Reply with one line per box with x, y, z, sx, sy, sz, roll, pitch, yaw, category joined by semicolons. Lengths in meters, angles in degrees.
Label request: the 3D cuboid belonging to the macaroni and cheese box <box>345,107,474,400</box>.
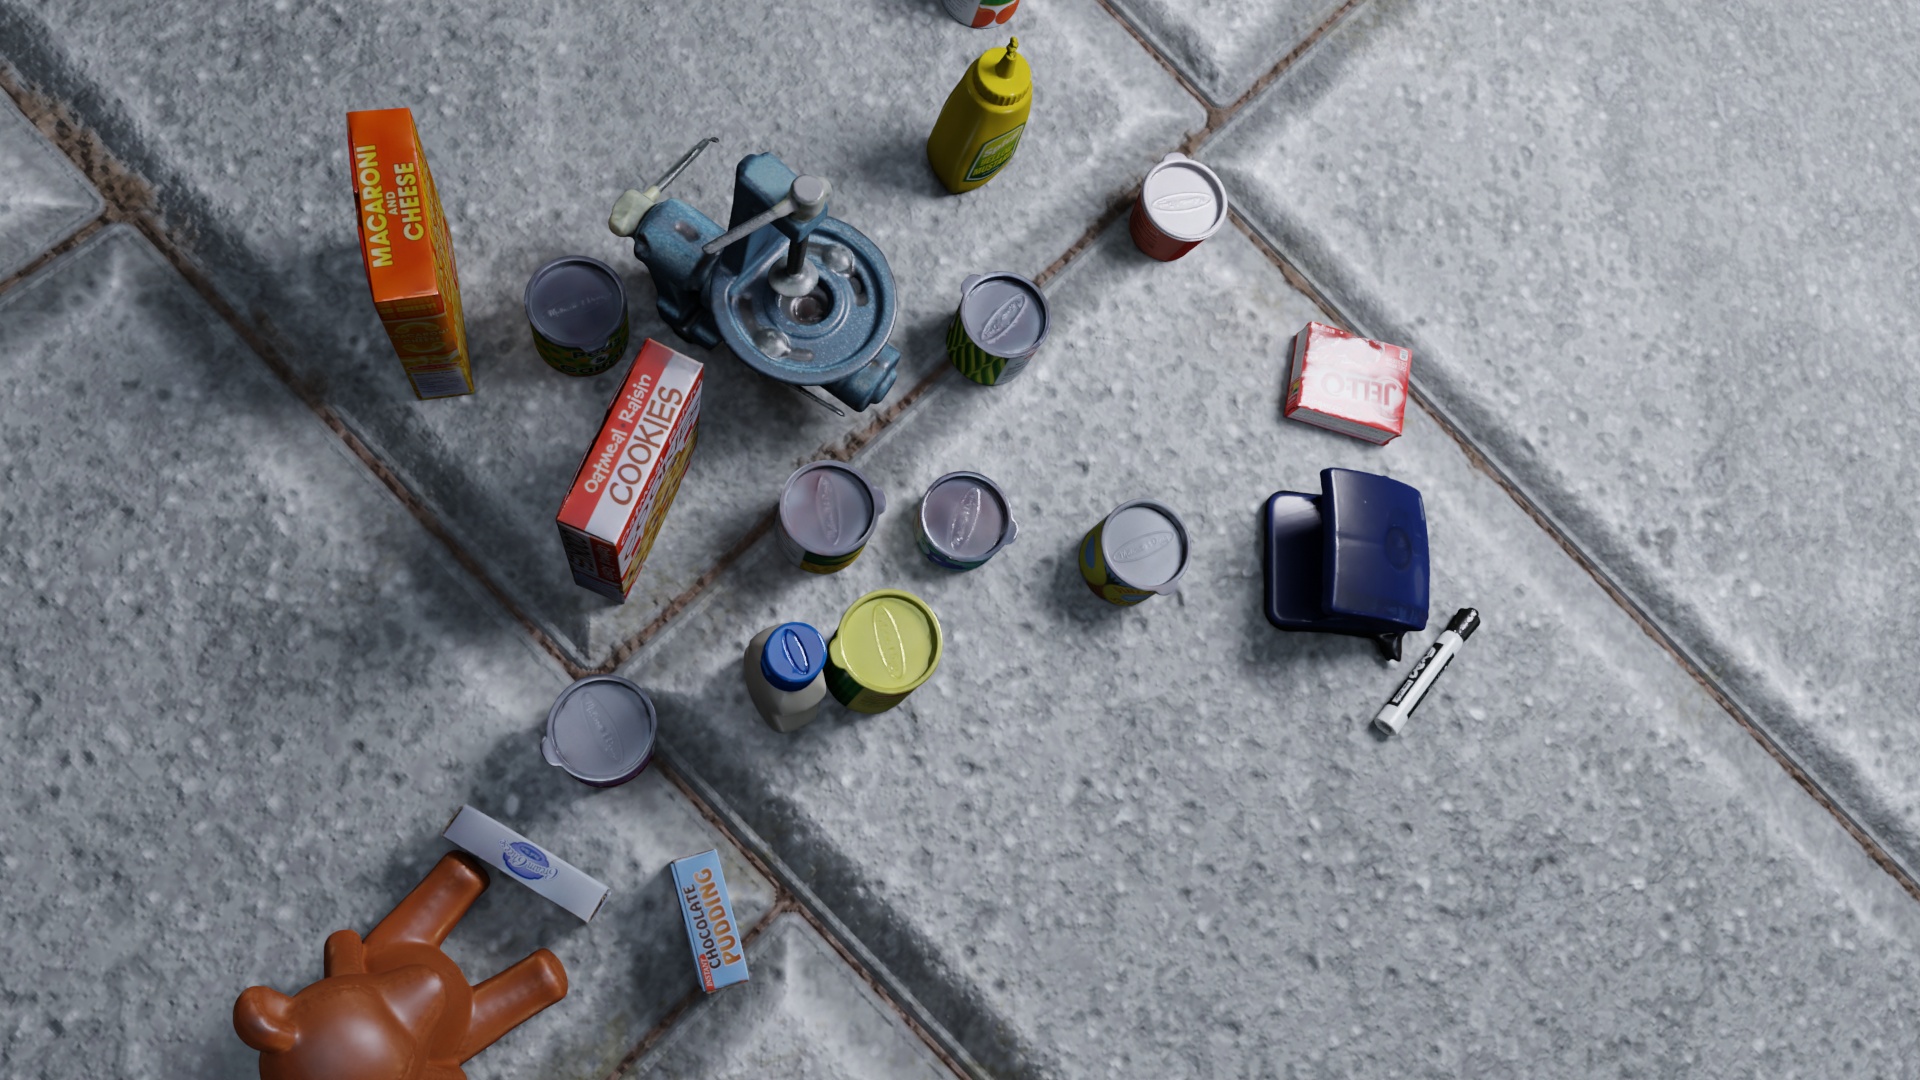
-0.345;-0.174;0.876;0.040;0.166;0.124;-10;78;-14;macaroni and cheese box

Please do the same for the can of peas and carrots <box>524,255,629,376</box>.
-0.258;-0.149;0.944;0.071;0.058;0.071;3;75;-11;can of peas and carrots

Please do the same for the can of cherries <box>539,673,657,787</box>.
-0.228;0.122;0.879;0.071;0.058;0.071;3;75;-11;can of cherries

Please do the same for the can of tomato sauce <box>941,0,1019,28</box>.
0.024;-0.447;1.069;0.071;0.083;0.071;3;75;-11;can of tomato sauce

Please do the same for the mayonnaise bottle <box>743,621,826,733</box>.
-0.108;0.082;0.868;0.041;0.147;0.065;-23;82;-16;mayonnaise bottle

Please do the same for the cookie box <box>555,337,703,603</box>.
-0.205;-0.038;0.869;0.040;0.167;0.123;23;72;-5;cookie box

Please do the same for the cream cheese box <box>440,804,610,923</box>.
-0.265;0.199;0.853;0.104;0.053;0.024;32;72;-2;cream cheese box

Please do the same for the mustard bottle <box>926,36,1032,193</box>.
0.019;-0.306;0.991;0.065;0.159;0.049;-33;85;-17;mustard bottle

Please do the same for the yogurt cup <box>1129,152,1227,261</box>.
0.163;-0.250;1.062;0.072;0.053;0.072;3;75;-11;yogurt cup

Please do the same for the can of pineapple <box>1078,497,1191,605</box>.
0.123;0.011;0.983;0.071;0.057;0.071;3;75;-11;can of pineapple

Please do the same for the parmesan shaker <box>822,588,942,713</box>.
-0.056;0.074;0.904;0.071;0.102;0.071;3;75;-11;parmesan shaker

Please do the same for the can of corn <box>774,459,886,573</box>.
-0.089;-0.015;0.944;0.071;0.058;0.071;3;75;-11;can of corn

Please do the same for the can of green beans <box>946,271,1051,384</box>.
0.026;-0.153;1.005;0.071;0.057;0.071;3;75;-11;can of green beans

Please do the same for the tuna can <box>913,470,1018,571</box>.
0.003;-0.012;0.977;0.071;0.032;0.071;3;75;-11;tuna can

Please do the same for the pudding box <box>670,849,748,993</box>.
-0.158;0.237;0.868;0.030;0.049;0.084;-14;79;-15;pudding box
